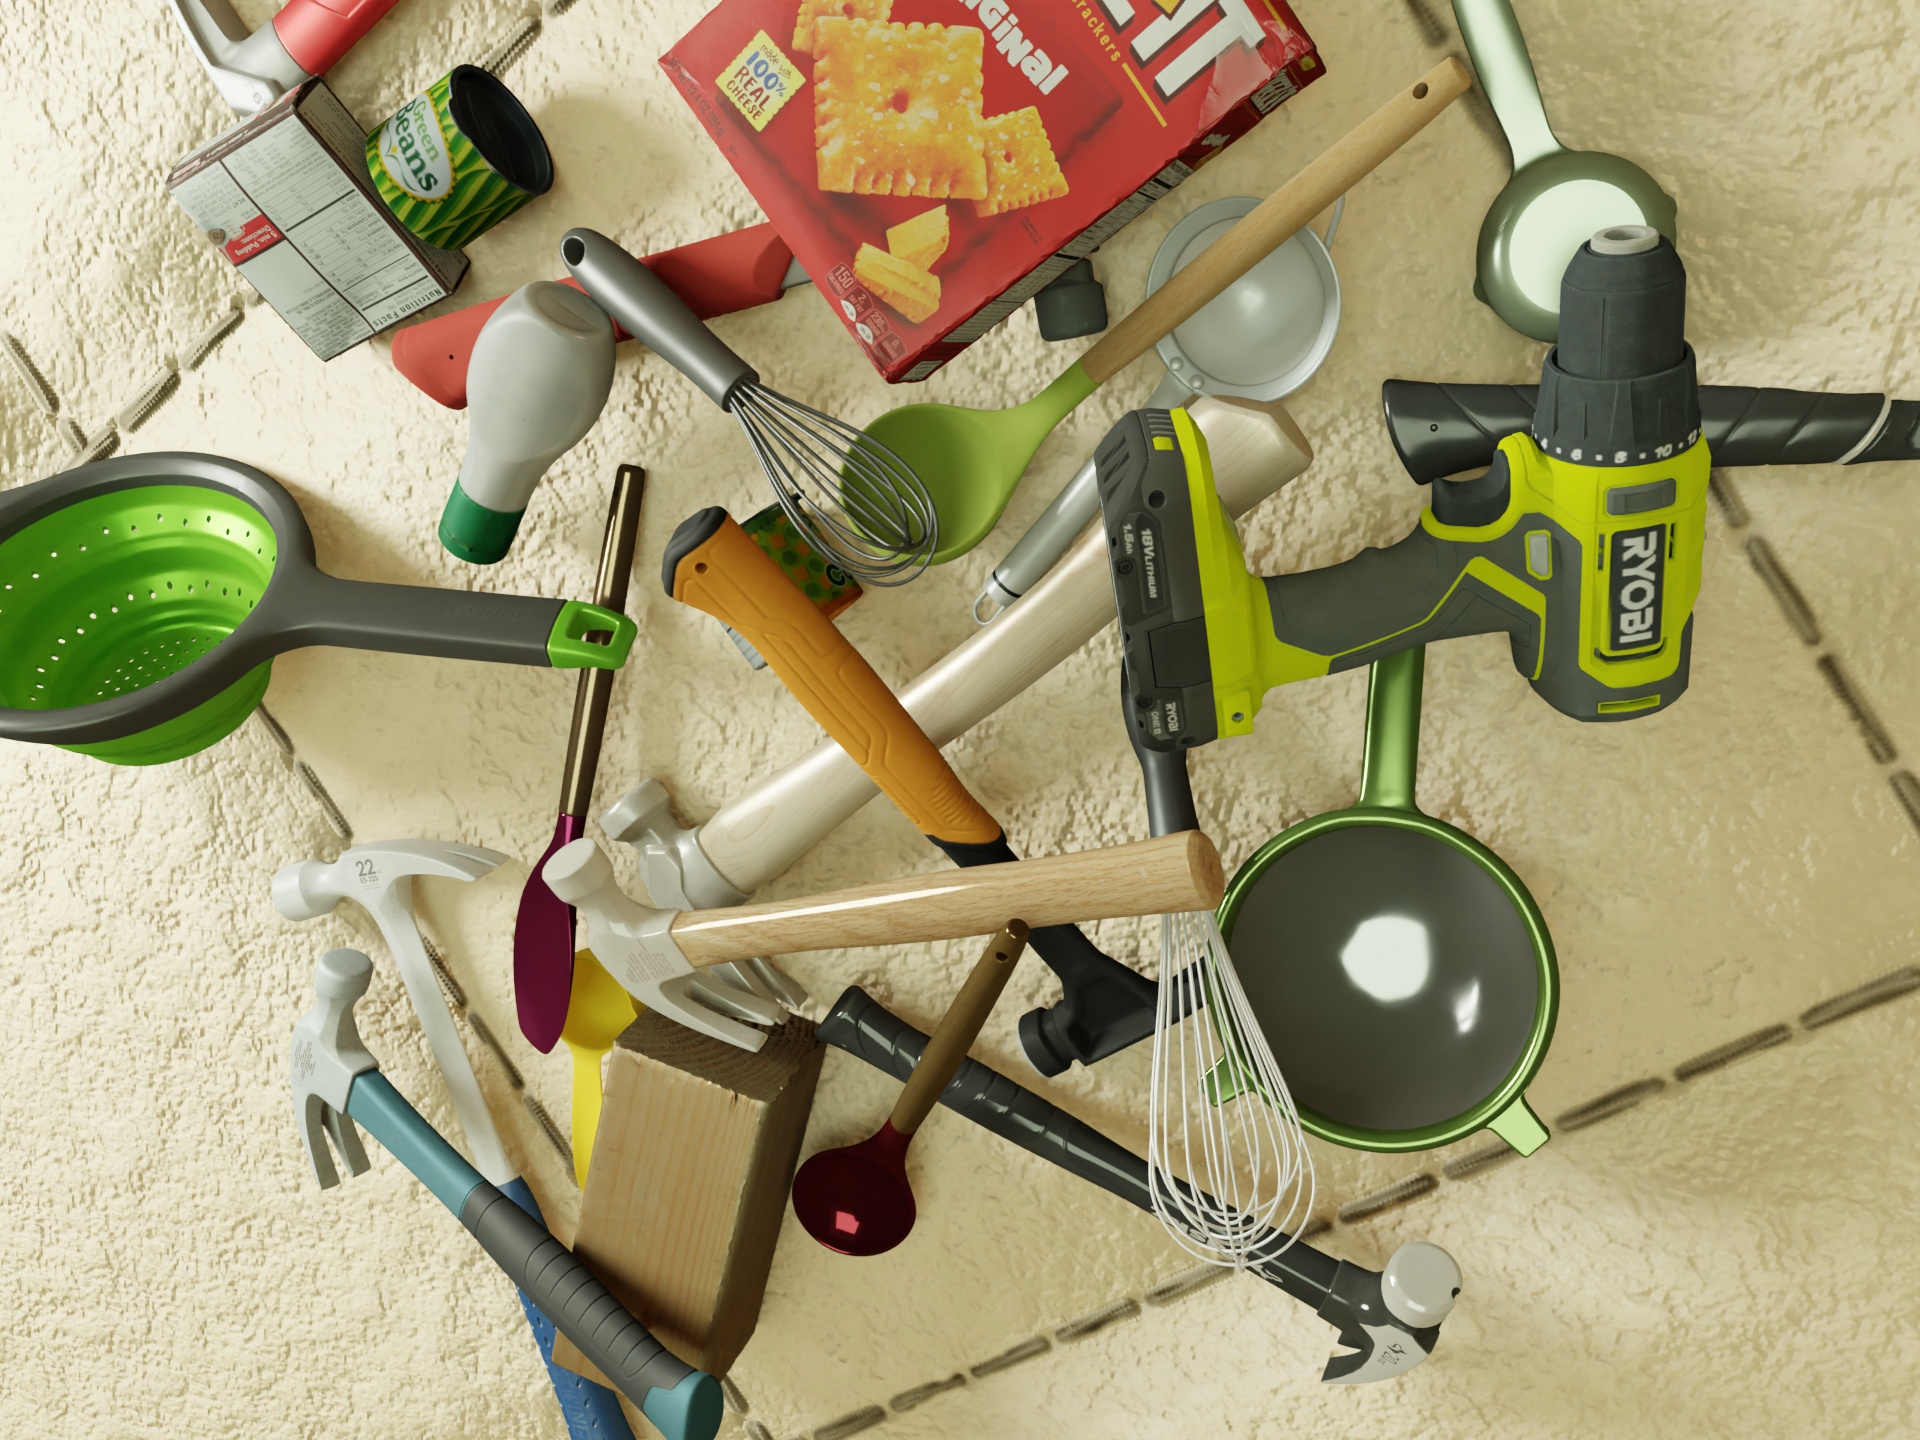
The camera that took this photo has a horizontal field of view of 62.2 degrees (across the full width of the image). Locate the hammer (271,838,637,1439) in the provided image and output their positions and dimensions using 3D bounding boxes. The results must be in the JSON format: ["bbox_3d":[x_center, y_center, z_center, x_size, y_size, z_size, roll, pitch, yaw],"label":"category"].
[{"bbox_3d":[-0.269,0.259,0.930,0.144,0.035,0.405,-15,100,21],"label":"hammer"}]

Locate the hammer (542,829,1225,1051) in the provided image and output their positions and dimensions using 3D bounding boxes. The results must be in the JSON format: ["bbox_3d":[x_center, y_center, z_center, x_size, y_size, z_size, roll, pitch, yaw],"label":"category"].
[{"bbox_3d":[-0.037,0.091,0.728,0.331,0.031,0.130,-11,123,30],"label":"hammer"}]

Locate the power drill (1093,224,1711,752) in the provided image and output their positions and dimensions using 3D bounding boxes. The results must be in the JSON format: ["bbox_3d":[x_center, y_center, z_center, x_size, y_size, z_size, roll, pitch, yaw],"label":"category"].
[{"bbox_3d":[0.171,-0.079,0.617,0.228,0.080,0.190,-9,122,5],"label":"power drill"}]

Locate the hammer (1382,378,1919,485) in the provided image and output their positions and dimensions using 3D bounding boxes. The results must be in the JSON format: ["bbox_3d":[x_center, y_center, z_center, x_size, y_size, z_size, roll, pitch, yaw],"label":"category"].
[{"bbox_3d":[0.374,-0.118,0.619,0.409,0.036,0.149,4,105,17],"label":"hammer"}]

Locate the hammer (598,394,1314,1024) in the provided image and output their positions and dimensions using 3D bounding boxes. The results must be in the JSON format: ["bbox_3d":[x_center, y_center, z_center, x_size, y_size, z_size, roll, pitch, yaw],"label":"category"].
[{"bbox_3d":[-0.001,-0.002,0.752,0.410,0.038,0.146,-37,93,28],"label":"hammer"}]

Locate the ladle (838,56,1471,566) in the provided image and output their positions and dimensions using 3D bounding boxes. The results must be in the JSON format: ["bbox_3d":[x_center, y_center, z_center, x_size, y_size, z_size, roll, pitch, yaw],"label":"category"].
[{"bbox_3d":[0.065,-0.161,0.654,0.320,0.062,0.078,-33,69,39],"label":"ladle"}]

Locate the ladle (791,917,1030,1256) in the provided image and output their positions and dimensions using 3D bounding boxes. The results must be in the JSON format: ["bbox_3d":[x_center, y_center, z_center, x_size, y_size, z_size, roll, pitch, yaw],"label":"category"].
[{"bbox_3d":[-0.022,0.184,0.774,0.069,0.031,0.315,27,137,1],"label":"ladle"}]

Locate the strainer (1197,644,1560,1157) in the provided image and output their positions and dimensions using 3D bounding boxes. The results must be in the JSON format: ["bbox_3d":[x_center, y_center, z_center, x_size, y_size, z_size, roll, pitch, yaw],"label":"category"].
[{"bbox_3d":[0.195,0.061,0.720,0.151,0.069,0.256,4,88,23],"label":"strainer"}]

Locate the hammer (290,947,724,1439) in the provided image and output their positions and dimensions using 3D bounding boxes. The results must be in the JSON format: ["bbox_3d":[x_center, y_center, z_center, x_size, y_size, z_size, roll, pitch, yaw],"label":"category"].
[{"bbox_3d":[-0.248,0.263,0.842,0.331,0.033,0.128,34,115,24],"label":"hammer"}]

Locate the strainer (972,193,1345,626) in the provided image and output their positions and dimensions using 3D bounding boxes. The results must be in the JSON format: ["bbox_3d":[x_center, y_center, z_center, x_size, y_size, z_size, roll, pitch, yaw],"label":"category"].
[{"bbox_3d":[0.082,-0.134,0.707,0.087,0.050,0.258,46,119,7],"label":"strainer"}]

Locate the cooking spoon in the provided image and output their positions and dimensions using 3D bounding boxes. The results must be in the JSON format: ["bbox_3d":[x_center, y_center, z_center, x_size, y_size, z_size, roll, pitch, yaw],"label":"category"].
[{"bbox_3d":[-0.198,0.024,0.833,0.069,0.017,0.319,25,107,47],"label":"cooking spoon"}]

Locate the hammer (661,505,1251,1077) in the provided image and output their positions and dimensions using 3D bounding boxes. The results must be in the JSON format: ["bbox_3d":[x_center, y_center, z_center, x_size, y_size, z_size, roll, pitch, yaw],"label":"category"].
[{"bbox_3d":[-0.006,0.032,0.722,0.127,0.034,0.336,-31,115,22],"label":"hammer"}]

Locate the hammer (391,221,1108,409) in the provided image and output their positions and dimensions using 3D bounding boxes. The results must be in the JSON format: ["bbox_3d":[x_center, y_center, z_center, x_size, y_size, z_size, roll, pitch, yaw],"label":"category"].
[{"bbox_3d":[-0.114,-0.219,0.748,0.359,0.037,0.149,-9,102,19],"label":"hammer"}]

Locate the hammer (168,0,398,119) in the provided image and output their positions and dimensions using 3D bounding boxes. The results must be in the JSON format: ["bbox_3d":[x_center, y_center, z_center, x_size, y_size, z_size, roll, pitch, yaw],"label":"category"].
[{"bbox_3d":[-0.217,-0.416,0.726,0.386,0.038,0.143,-31,92,23],"label":"hammer"}]

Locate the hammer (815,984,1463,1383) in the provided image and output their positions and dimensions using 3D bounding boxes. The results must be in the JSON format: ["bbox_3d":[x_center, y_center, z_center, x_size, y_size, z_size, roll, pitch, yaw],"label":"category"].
[{"bbox_3d":[0.072,0.222,0.788,0.335,0.035,0.146,25,148,19],"label":"hammer"}]

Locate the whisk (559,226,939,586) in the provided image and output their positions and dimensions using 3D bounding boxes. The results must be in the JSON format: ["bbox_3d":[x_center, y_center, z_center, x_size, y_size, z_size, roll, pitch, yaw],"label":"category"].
[{"bbox_3d":[-0.100,-0.145,0.708,0.239,0.055,0.055,44,113,16],"label":"whisk"}]

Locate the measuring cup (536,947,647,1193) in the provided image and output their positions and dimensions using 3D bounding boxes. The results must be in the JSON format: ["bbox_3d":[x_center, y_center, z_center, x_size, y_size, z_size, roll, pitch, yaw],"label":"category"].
[{"bbox_3d":[-0.204,0.200,0.899,0.062,0.029,0.156,9,110,15],"label":"measuring cup"}]

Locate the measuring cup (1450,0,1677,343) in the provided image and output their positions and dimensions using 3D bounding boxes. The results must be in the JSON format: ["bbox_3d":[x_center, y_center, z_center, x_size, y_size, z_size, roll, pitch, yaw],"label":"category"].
[{"bbox_3d":[0.228,-0.230,0.632,0.083,0.038,0.167,-21,100,22],"label":"measuring cup"}]

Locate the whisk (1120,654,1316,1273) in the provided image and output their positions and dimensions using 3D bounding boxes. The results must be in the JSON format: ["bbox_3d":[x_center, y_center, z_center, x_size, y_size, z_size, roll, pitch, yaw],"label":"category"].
[{"bbox_3d":[0.100,0.092,0.696,0.070,0.070,0.285,-15,67,21],"label":"whisk"}]

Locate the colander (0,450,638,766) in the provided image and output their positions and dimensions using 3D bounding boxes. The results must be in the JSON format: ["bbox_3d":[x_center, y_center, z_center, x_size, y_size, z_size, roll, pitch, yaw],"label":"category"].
[{"bbox_3d":[-0.356,-0.035,0.835,0.397,0.205,0.094,6,140,8],"label":"colander"}]
